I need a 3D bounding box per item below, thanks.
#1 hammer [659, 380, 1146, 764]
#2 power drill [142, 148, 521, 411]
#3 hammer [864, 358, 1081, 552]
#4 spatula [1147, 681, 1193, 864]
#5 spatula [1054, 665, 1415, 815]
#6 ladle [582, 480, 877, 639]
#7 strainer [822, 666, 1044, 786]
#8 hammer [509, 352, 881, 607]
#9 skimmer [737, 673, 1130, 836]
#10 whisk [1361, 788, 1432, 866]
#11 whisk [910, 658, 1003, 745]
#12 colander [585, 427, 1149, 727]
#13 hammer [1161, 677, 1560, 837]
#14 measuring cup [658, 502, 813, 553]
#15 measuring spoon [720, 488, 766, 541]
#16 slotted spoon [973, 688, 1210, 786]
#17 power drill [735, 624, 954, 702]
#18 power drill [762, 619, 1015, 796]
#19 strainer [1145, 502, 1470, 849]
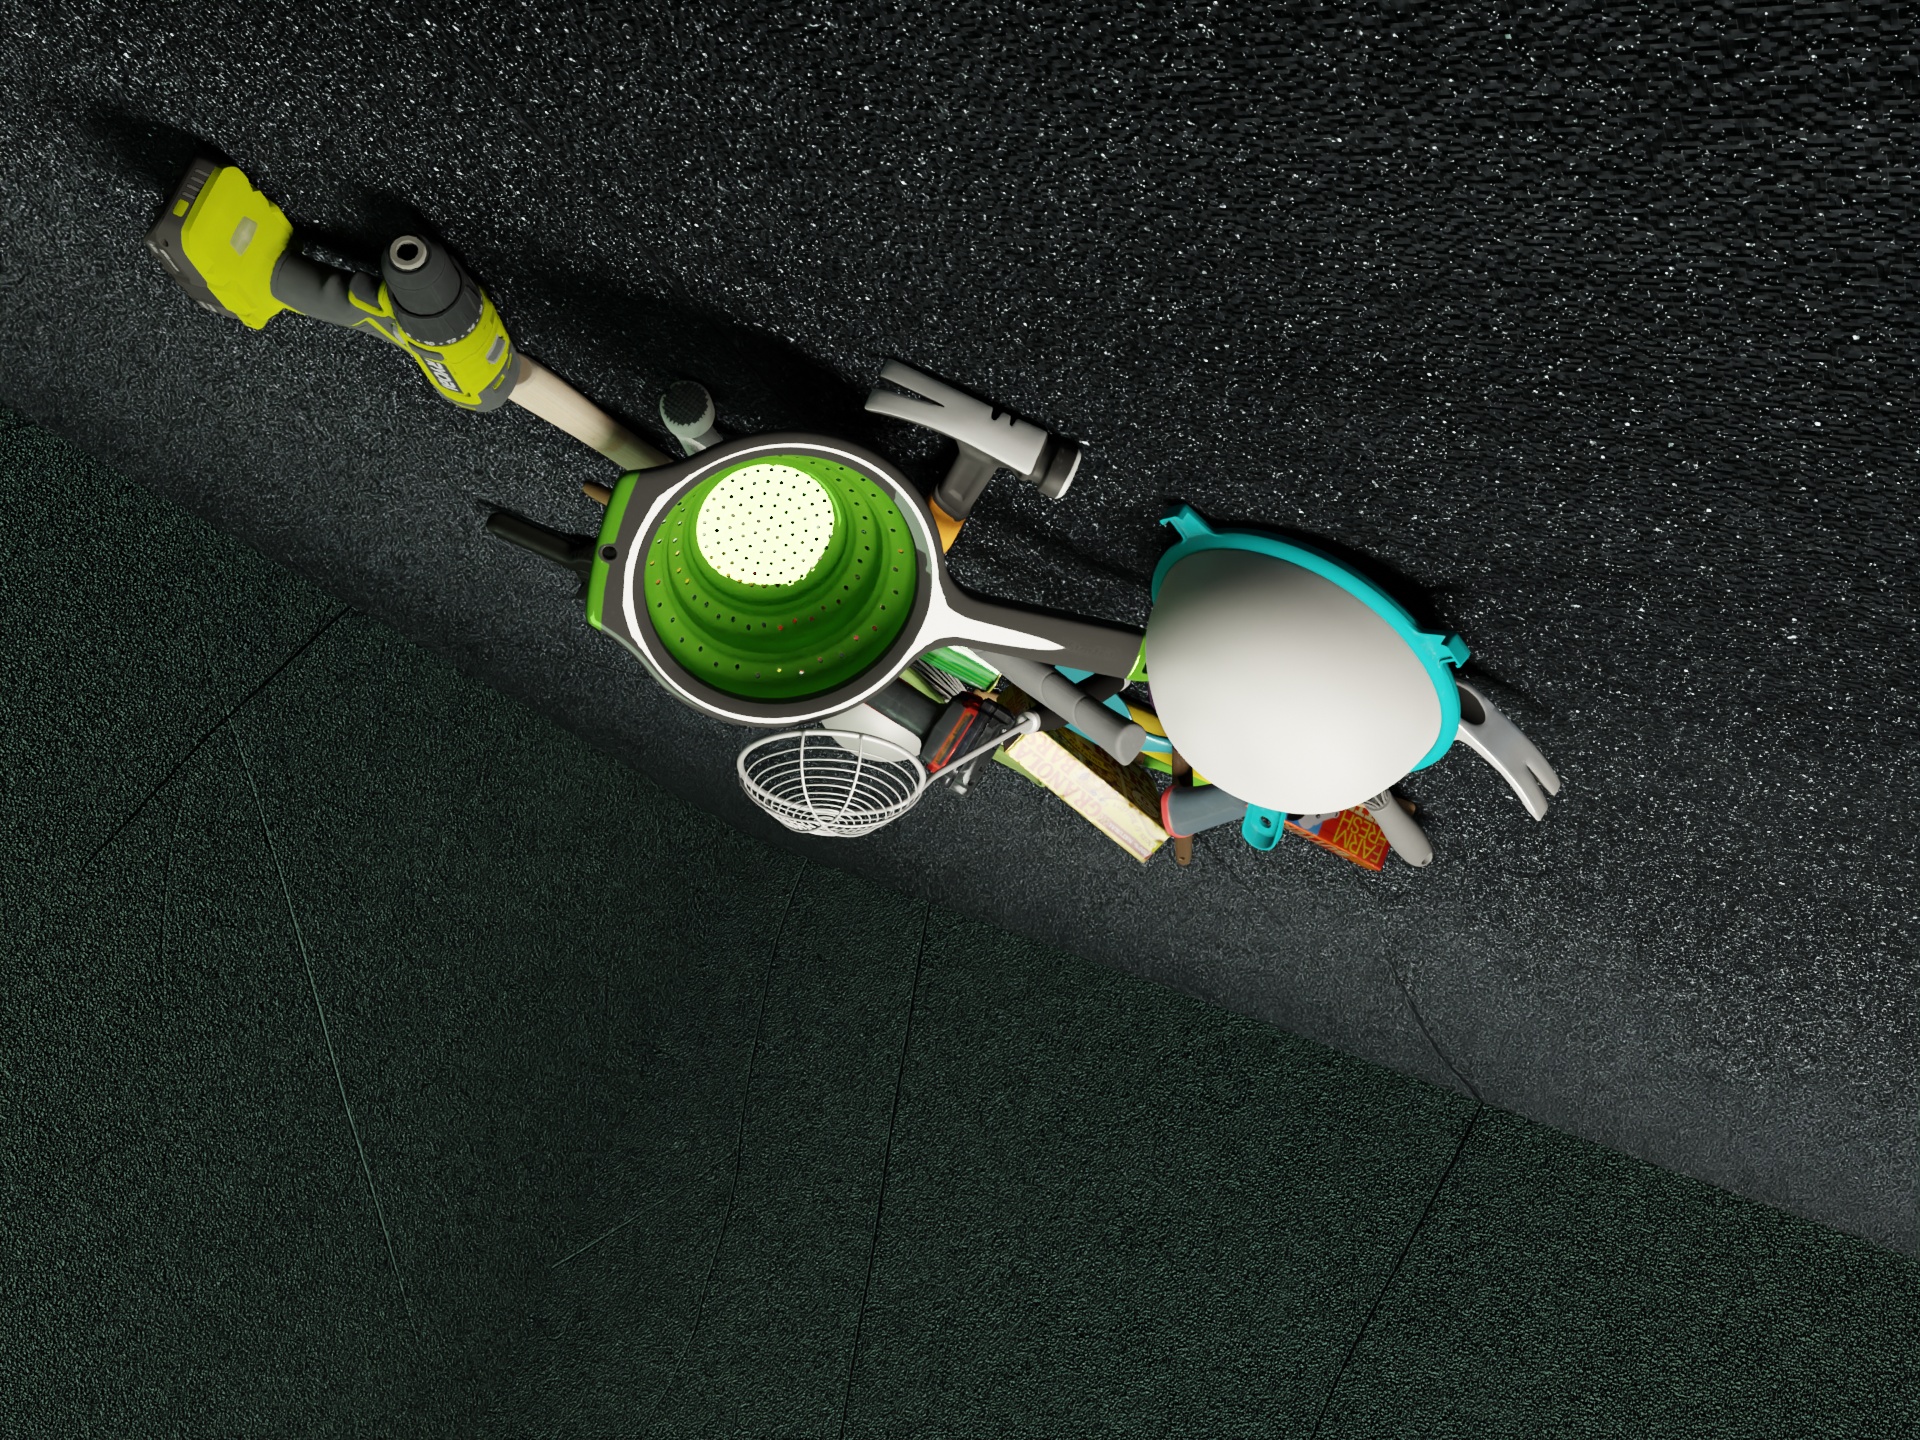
[{"bbox_3d":[-0.039,-0.096,1.142,0.409,0.036,0.149,36,171,5],"label":"hammer"},{"bbox_3d":[-0.426,-0.304,1.092,0.228,0.080,0.190,21,168,2],"label":"power drill"},{"bbox_3d":[-0.018,-0.146,1.074,0.127,0.034,0.337,25,168,-5],"label":"hammer"},{"bbox_3d":[0.184,0.035,1.301,0.060,0.018,0.315,10,147,14],"label":"spatula"},{"bbox_3d":[0.224,0.023,1.324,0.317,0.044,0.082,16,135,2],"label":"spatula"},{"bbox_3d":[-0.187,-0.134,1.267,0.316,0.069,0.031,27,127,26],"label":"ladle"},{"bbox_3d":[-0.040,0.017,1.454,0.256,0.069,0.151,27,155,22],"label":"strainer"},{"bbox_3d":[-0.200,-0.173,1.308,0.410,0.038,0.146,31,167,-28],"label":"hammer"},{"bbox_3d":[-0.002,-0.004,1.174,0.127,0.363,0.090,-33,85,47],"label":"skimmer"},{"bbox_3d":[0.328,0.065,1.253,0.055,0.055,0.238,14,162,40],"label":"whisk"},{"bbox_3d":[0.018,-0.002,1.534,0.246,0.059,0.058,35,-163,-26],"label":"whisk"},{"bbox_3d":[-0.043,-0.091,1.048,0.397,0.204,0.095,10,-152,-20],"label":"colander"},{"bbox_3d":[0.257,0.047,1.145,0.143,0.038,0.386,41,157,-5],"label":"hammer"},{"bbox_3d":[-0.186,-0.155,1.227,0.167,0.038,0.083,5,-158,-27],"label":"measuring cup"},{"bbox_3d":[-0.167,-0.149,1.187,0.124,0.018,0.034,41,171,-39],"label":"measuring spoon"},{"bbox_3d":[0.152,0.028,1.511,0.314,0.031,0.070,22,165,18],"label":"slotted spoon"},{"bbox_3d":[-0.113,-0.041,1.620,0.223,0.080,0.171,24,168,-16],"label":"power drill"},{"bbox_3d":[-0.070,-0.031,1.342,0.226,0.080,0.188,32,-178,0],"label":"power drill"},{"bbox_3d":[0.191,0.023,1.026,0.211,0.095,0.340,29,154,21],"label":"strainer"}]
